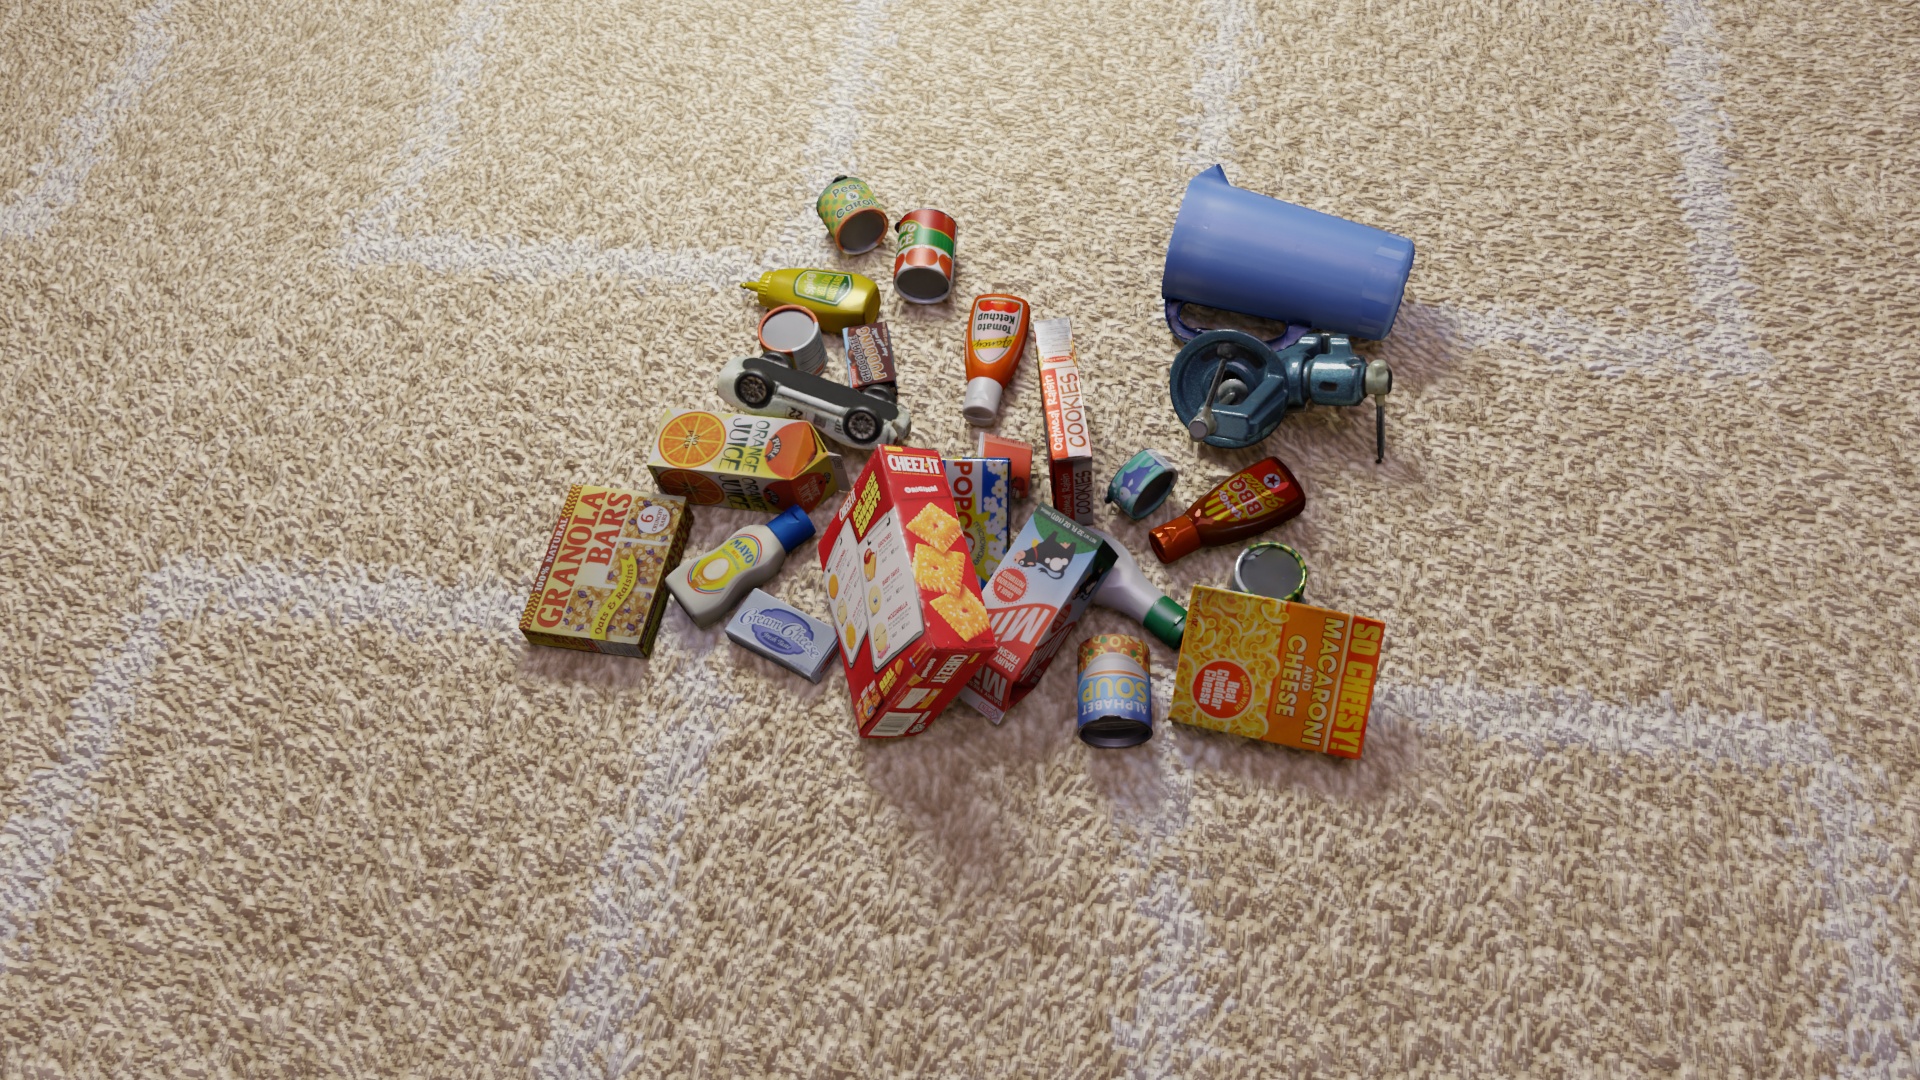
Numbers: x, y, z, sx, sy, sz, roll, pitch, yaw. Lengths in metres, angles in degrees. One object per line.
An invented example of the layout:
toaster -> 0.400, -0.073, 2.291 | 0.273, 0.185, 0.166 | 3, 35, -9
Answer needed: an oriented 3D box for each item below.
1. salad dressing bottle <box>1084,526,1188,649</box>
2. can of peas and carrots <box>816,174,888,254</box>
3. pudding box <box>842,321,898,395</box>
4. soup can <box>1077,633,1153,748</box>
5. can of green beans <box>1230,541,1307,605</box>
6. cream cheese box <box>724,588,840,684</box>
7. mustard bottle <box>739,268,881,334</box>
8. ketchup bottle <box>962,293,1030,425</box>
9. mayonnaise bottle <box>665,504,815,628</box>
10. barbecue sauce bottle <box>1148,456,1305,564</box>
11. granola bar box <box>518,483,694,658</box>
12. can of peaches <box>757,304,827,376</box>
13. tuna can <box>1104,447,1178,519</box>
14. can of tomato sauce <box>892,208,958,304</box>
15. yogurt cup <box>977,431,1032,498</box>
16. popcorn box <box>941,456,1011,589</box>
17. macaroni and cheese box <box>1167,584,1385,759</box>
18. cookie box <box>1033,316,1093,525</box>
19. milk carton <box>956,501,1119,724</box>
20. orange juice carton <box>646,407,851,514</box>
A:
salad dressing bottle -> 0.154, 0.045, 1.303 | 0.148, 0.043, 0.064 | 38, 71, 23
can of peas and carrots -> -0.121, -0.367, 1.563 | 0.071, 0.070, 0.059 | -25, 60, -9
pudding box -> -0.096, -0.190, 1.477 | 0.050, 0.030, 0.084 | -9, 58, 1
soup can -> 0.136, 0.133, 1.234 | 0.071, 0.071, 0.084 | -1, 59, 5
can of green beans -> 0.284, 0.042, 1.283 | 0.071, 0.057, 0.071 | -2, 59, 4
cream cheese box -> -0.167, 0.090, 1.317 | 0.104, 0.024, 0.053 | 25, 64, 19
mustard bottle -> -0.170, -0.267, 1.520 | 0.160, 0.048, 0.065 | 11, 58, 12
ketchup bottle -> 0.032, -0.190, 1.457 | 0.065, 0.043, 0.149 | 6, 60, 9
mayonnaise bottle -> -0.211, 0.020, 1.354 | 0.148, 0.041, 0.065 | -36, 63, -15
barbecue sauce bottle -> 0.253, -0.024, 1.335 | 0.149, 0.043, 0.065 | -26, 61, -9
granola bar box -> -0.345, 0.029, 1.363 | 0.124, 0.039, 0.166 | 7, 60, 9
can of peaches -> -0.181, -0.209, 1.481 | 0.071, 0.057, 0.071 | -2, 59, 4
tuna can -> 0.175, -0.053, 1.347 | 0.071, 0.070, 0.033 | -37, 63, -16
can of tomato sauce -> -0.040, -0.311, 1.524 | 0.071, 0.071, 0.083 | 1, 60, 6
yogurt cup -> 0.042, -0.071, 1.373 | 0.054, 0.072, 0.073 | 6, 59, 0
popcorn box -> 0.005, -0.017, 1.320 | 0.085, 0.038, 0.126 | 1, 95, 6
macaroni and cheese box -> 0.276, 0.114, 1.221 | 0.166, 0.040, 0.123 | 11, 91, 11
cookie box -> 0.100, -0.114, 1.357 | 0.040, 0.122, 0.168 | -7, 59, 3
milk carton -> 0.059, 0.069, 1.262 | 0.072, 0.073, 0.190 | 33, 88, 22
orange juice carton -> -0.207, -0.077, 1.395 | 0.193, 0.071, 0.073 | 6, 61, 10
